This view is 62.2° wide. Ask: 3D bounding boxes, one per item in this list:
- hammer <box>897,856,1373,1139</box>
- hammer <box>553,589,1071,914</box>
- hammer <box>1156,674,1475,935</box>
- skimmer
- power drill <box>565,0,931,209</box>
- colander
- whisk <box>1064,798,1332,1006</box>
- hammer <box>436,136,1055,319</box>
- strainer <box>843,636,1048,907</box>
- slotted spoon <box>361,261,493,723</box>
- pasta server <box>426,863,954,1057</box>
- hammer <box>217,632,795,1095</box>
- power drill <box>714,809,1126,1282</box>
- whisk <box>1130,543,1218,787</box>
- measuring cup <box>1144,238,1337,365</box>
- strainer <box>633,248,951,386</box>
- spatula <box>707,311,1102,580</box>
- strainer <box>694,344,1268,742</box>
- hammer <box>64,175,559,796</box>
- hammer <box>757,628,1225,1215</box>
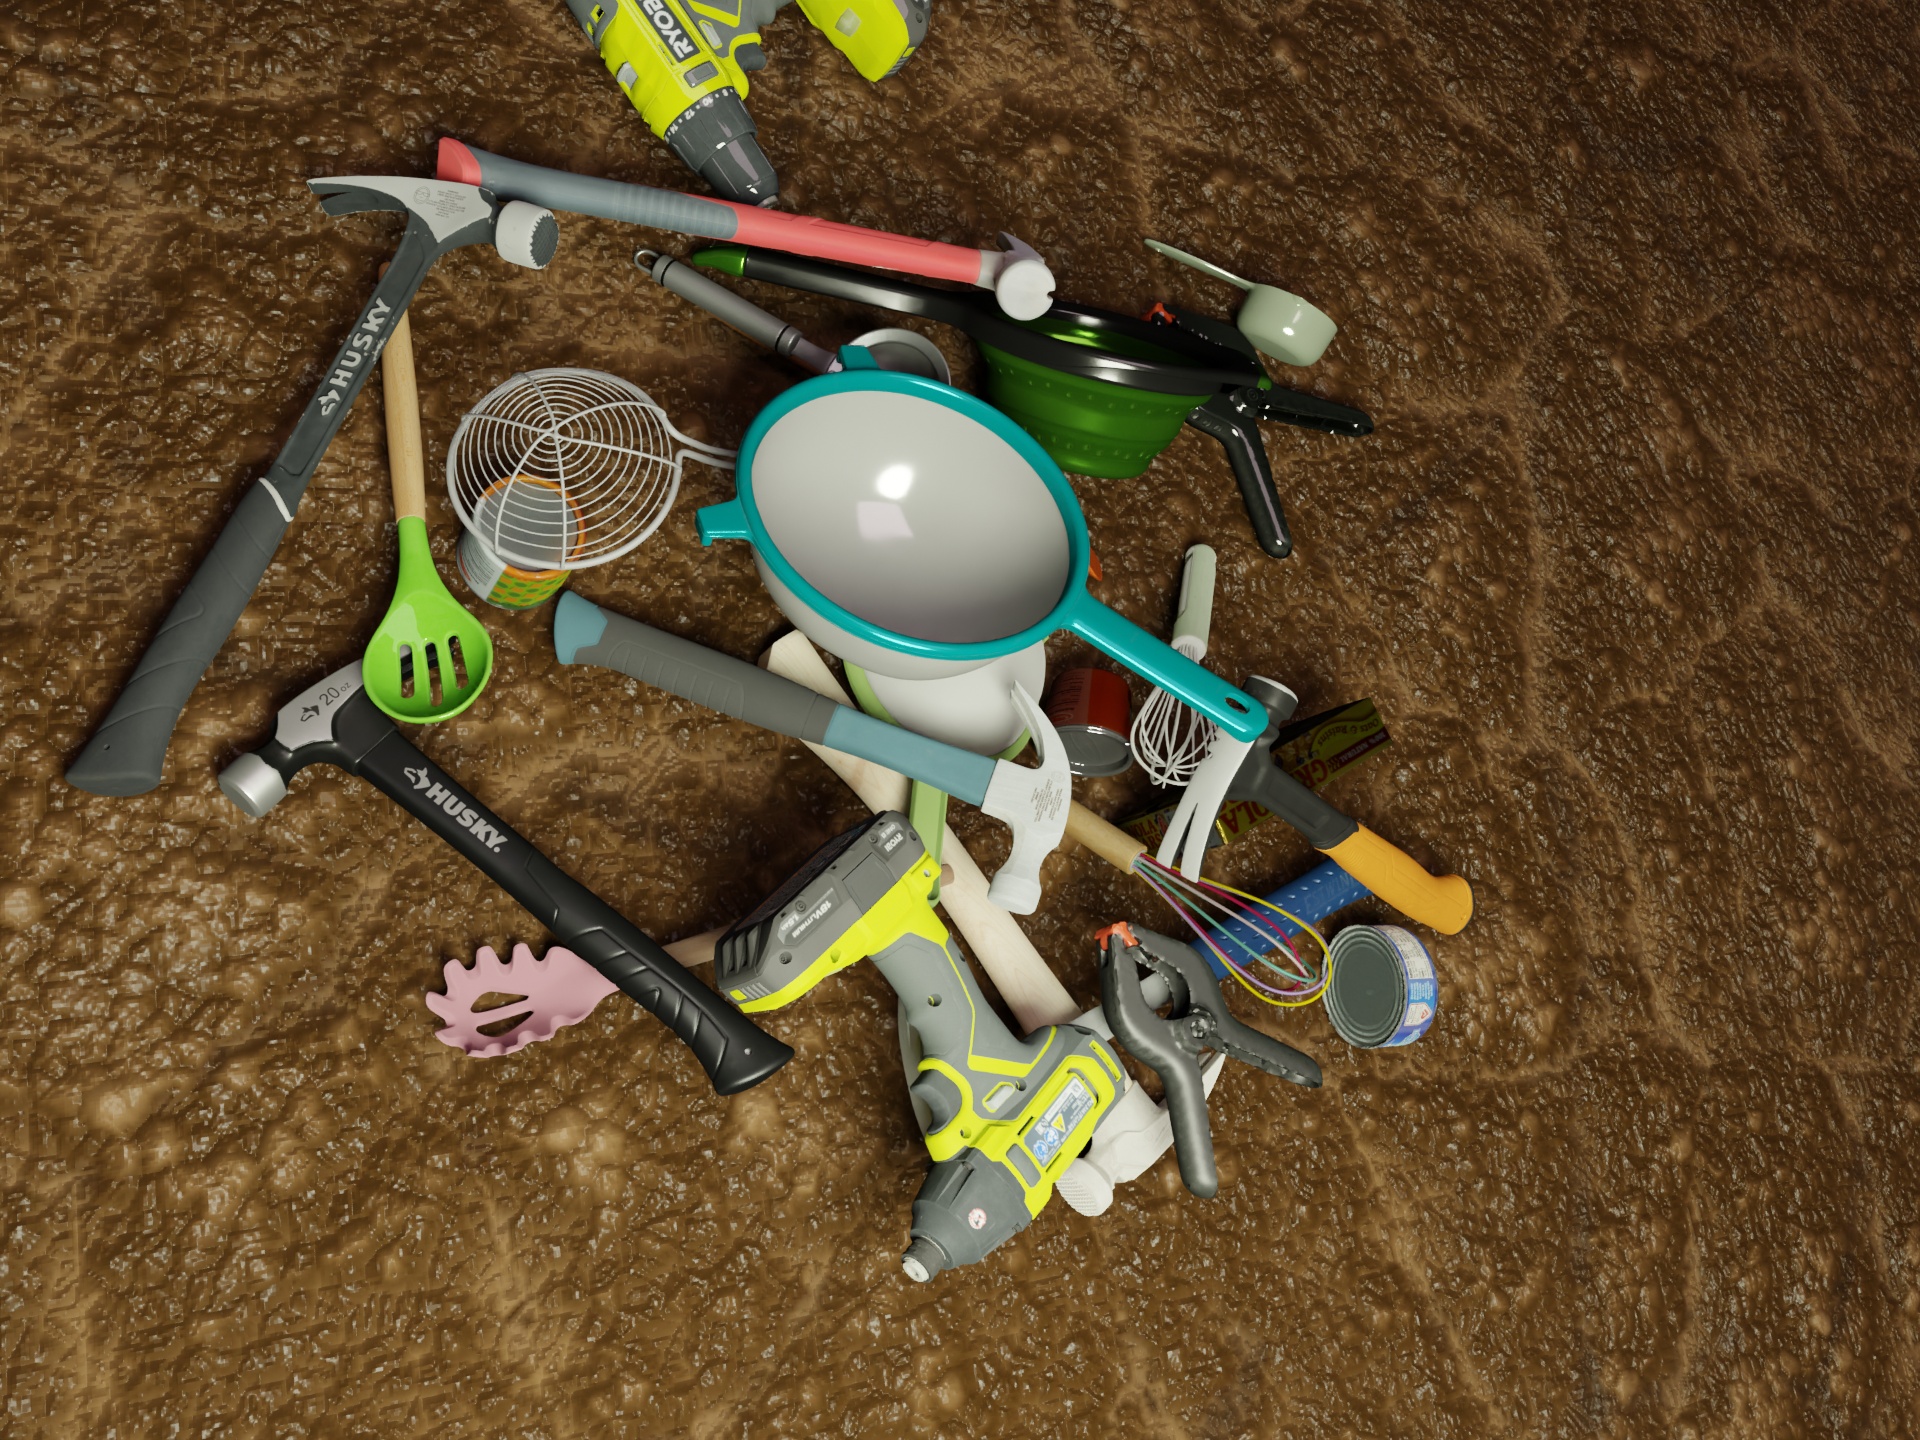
[{"bbox_3d":[0.135,0.165,1.033,0.405,0.035,0.144,-23,85,-32],"label":"hammer"},{"bbox_3d":[-0.090,-0.001,0.949,0.331,0.033,0.128,21,72,2],"label":"hammer"},{"bbox_3d":[0.253,0.089,1.045,0.336,0.034,0.127,30,87,-44],"label":"hammer"},{"bbox_3d":[-0.135,-0.143,0.991,0.363,0.090,0.127,1,64,-49],"label":"skimmer"},{"bbox_3d":[-0.132,-0.470,1.104,0.228,0.080,0.190,-40,99,-27],"label":"power drill"},{"bbox_3d":[0.008,-0.243,1.097,0.397,0.205,0.094,11,113,-6],"label":"colander"},{"bbox_3d":[0.128,0.104,1.017,0.245,0.047,0.051,33,28,27],"label":"whisk"},{"bbox_3d":[-0.137,-0.324,1.033,0.386,0.143,0.038,7,115,-13],"label":"hammer"},{"bbox_3d":[-0.002,-0.003,1.001,0.151,0.069,0.257,24,51,-23],"label":"strainer"},{"bbox_3d":[-0.316,-0.136,0.917,0.070,0.031,0.314,-9,68,-9],"label":"slotted spoon"},{"bbox_3d":[-0.146,0.129,0.923,0.316,0.040,0.060,-15,70,-22],"label":"pasta server"},{"bbox_3d":[-0.228,0.088,0.880,0.335,0.035,0.146,39,59,1],"label":"hammer"},{"bbox_3d":[-0.024,0.177,0.873,0.223,0.080,0.171,53,53,-7],"label":"power drill"},{"bbox_3d":[0.156,-0.044,1.103,0.059,0.057,0.247,19,44,-3],"label":"whisk"},{"bbox_3d":[0.213,-0.328,1.250,0.167,0.083,0.038,27,95,2],"label":"measuring cup"},{"bbox_3d":[-0.104,-0.244,1.038,0.258,0.050,0.087,31,88,7],"label":"strainer"},{"bbox_3d":[-0.033,-0.195,1.081,0.322,0.081,0.041,29,106,-5],"label":"spatula"},{"bbox_3d":[0.017,-0.066,0.936,0.340,0.095,0.211,32,50,-1],"label":"strainer"},{"bbox_3d":[-0.379,-0.143,0.890,0.149,0.036,0.409,18,70,10],"label":"hammer"},{"bbox_3d":[0.011,0.110,1.027,0.146,0.038,0.410,-38,93,-31],"label":"hammer"}]
